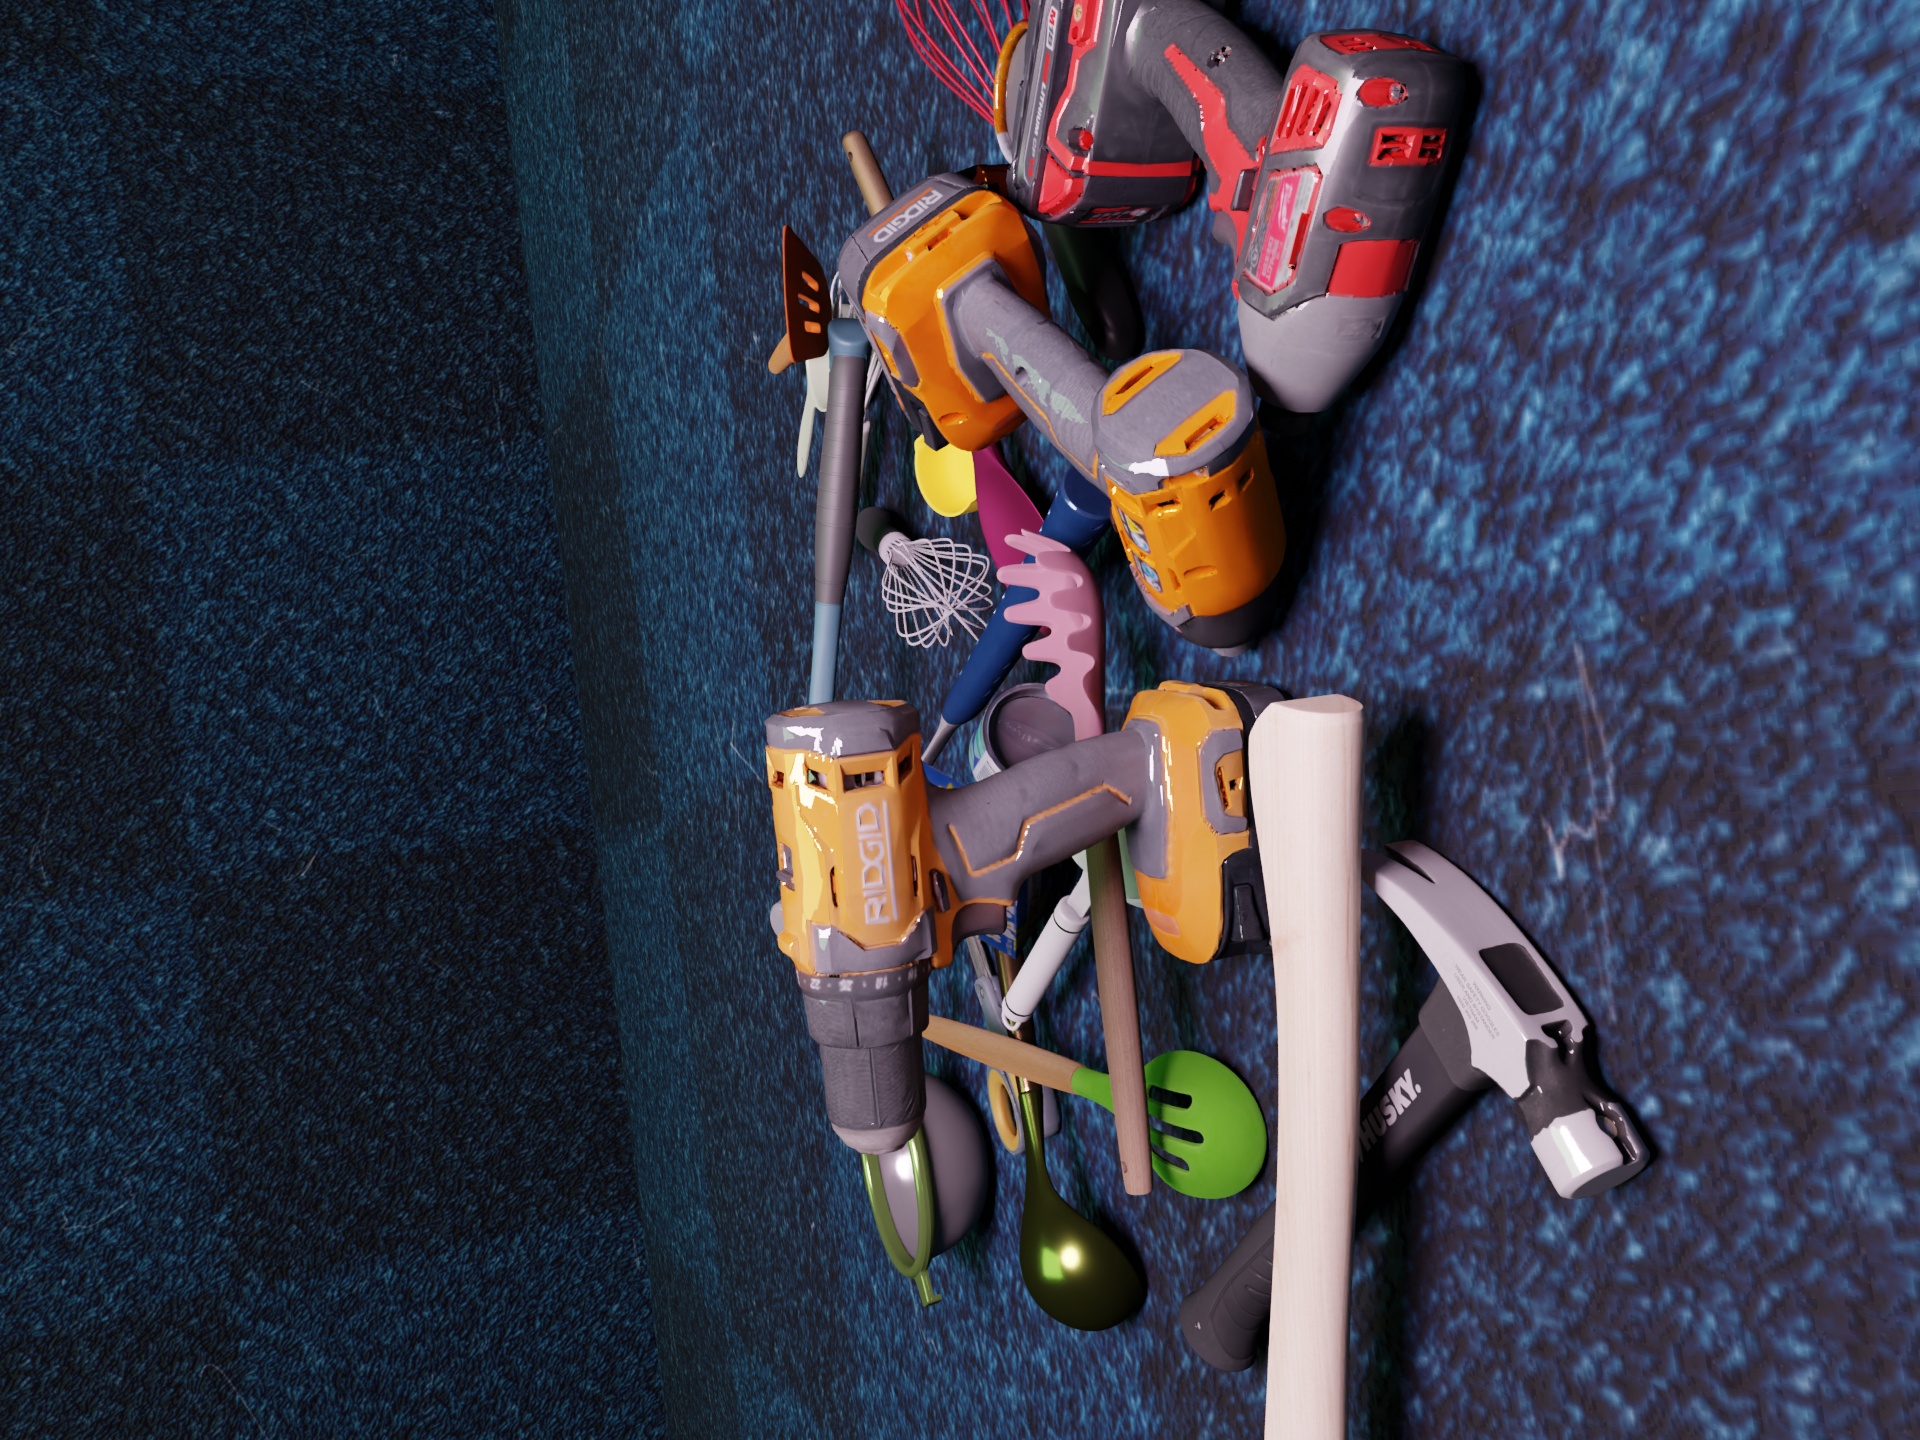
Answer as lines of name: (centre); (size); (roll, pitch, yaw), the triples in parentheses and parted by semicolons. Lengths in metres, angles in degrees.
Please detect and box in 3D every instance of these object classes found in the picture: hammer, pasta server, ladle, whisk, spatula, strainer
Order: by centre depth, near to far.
hammer: (0.141, 0.195, 0.606); (0.146, 0.038, 0.410); (-154, 59, -63)
hammer: (0.155, 0.189, 0.665); (0.334, 0.035, 0.146); (108, 148, -48)
pasta server: (0.060, 0.067, 0.751); (0.060, 0.040, 0.316); (172, 92, -71)
whisk: (0.030, -0.307, 0.811); (0.296, 0.073, 0.073); (69, 156, 18)
strainer: (0.061, 0.100, 0.839); (0.087, 0.050, 0.258); (48, 142, 22)
hammer: (-0.001, -0.003, 0.921); (0.035, 0.144, 0.405); (45, 140, 11)
ladle: (0.049, 0.195, 0.948); (0.078, 0.062, 0.320); (129, 138, -56)
whisk: (-0.034, -0.102, 1.022); (0.285, 0.070, 0.070); (-127, 35, -69)
hammer: (-0.083, -0.091, 1.030); (0.128, 0.033, 0.331); (-97, 13, -76)
strainer: (-0.019, 0.252, 1.085); (0.152, 0.069, 0.256); (-138, 46, -63)
spatula: (-0.119, -0.267, 1.098); (0.323, 0.041, 0.081); (-160, 67, -77)
whisk: (-0.072, -0.213, 1.102); (0.058, 0.059, 0.246); (42, 139, 30)

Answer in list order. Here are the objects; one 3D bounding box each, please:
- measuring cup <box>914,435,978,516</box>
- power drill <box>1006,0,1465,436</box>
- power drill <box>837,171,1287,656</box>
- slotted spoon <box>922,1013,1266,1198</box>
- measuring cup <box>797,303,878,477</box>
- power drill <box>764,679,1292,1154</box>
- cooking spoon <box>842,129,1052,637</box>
measuring cup: (0.016, -0.190, 0.925); (0.062, 0.029, 0.156); (46, 131, 31)
power drill: (0.102, -0.216, 0.629); (0.220, 0.078, 0.143); (-125, 34, -46)
power drill: (0.052, -0.124, 0.688); (0.227, 0.084, 0.164); (47, 172, 35)
slotted spoon: (0.051, 0.194, 0.869); (0.314, 0.031, 0.070); (1, 90, 60)
measuring cup: (-0.093, -0.237, 1.179); (0.167, 0.038, 0.083); (113, 145, -56)
power drill: (0.033, 0.075, 0.675); (0.084, 0.226, 0.185); (-170, 74, -68)
cooking spoon: (-0.002, -0.195, 0.904); (0.319, 0.017, 0.068); (67, 154, 7)
